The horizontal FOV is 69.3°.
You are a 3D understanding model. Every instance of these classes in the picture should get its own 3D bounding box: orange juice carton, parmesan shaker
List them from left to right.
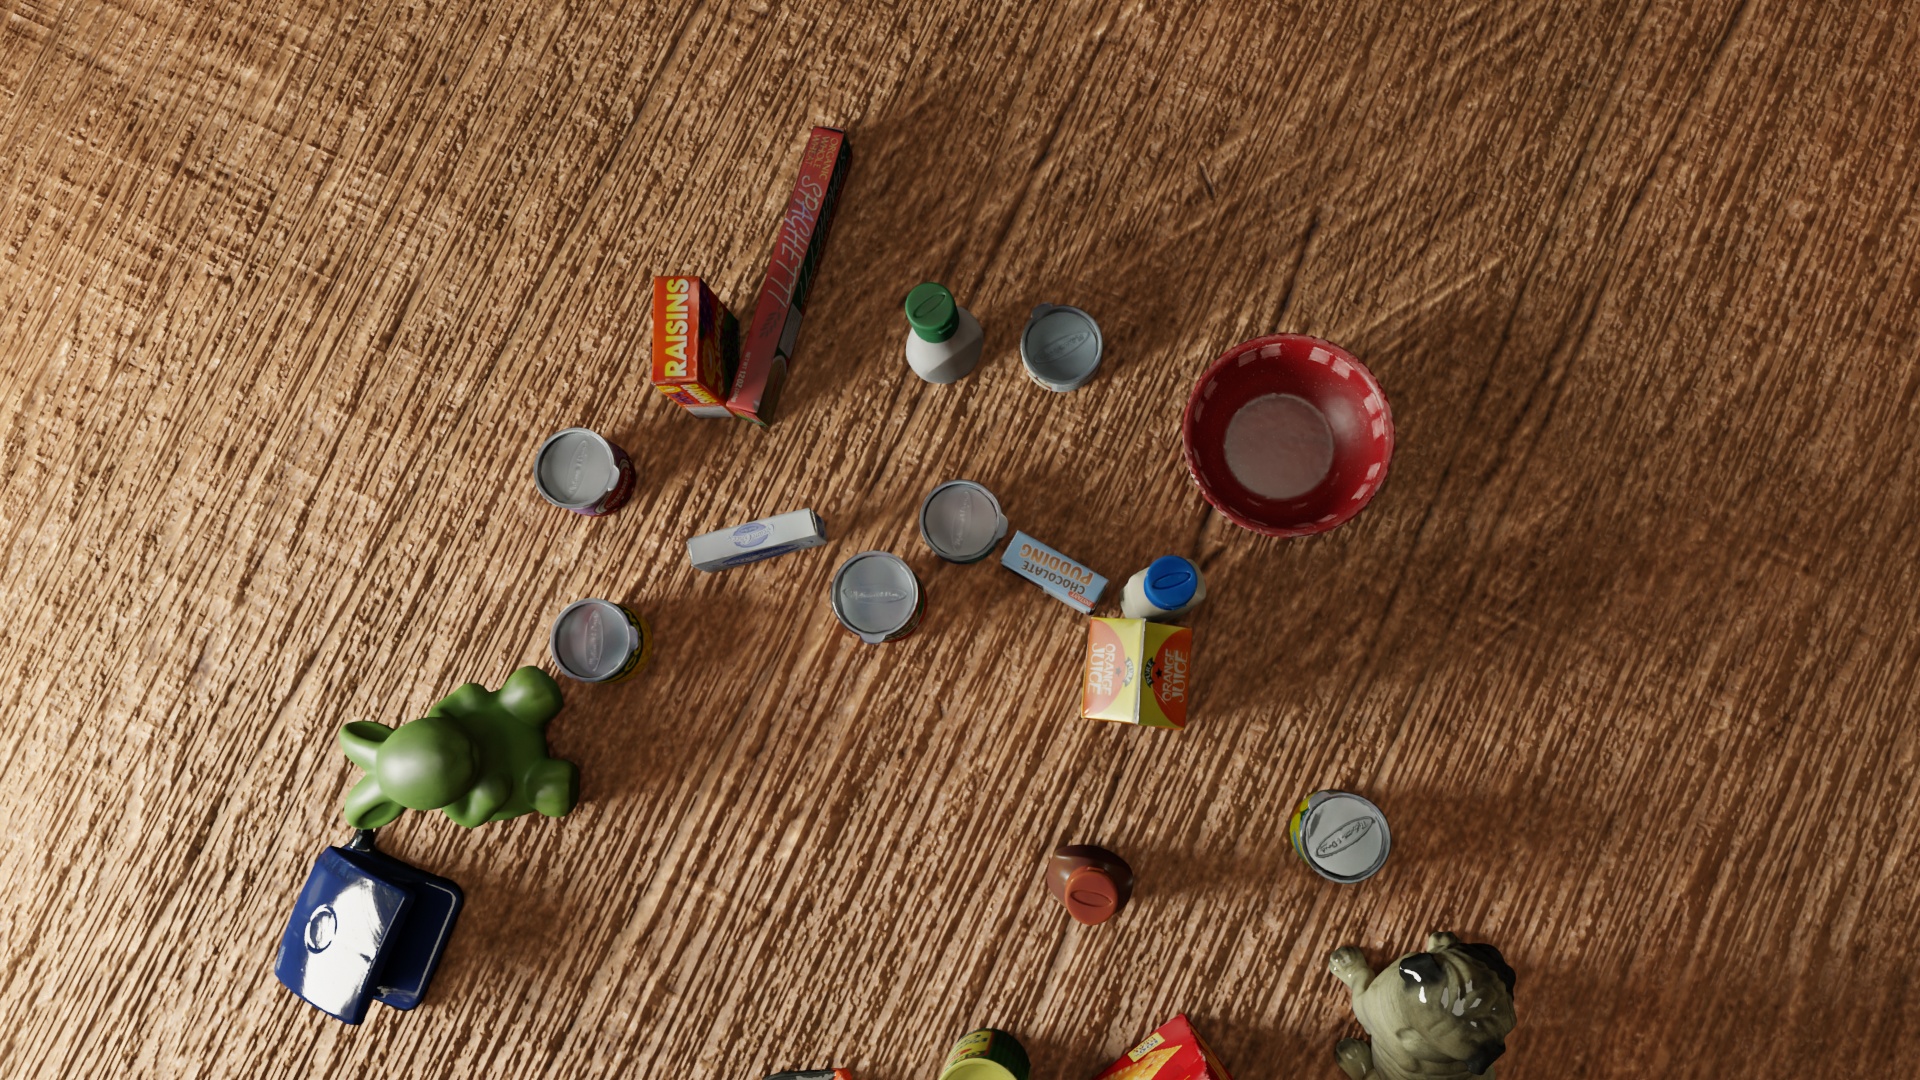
[{"bbox_3d":[0.015,0.404,1.019,0.071,0.103,0.071,-1,83,5],"label":"parmesan shaker"},{"bbox_3d":[0.127,0.098,1.008,0.073,0.192,0.072,6,83,5],"label":"orange juice carton"}]

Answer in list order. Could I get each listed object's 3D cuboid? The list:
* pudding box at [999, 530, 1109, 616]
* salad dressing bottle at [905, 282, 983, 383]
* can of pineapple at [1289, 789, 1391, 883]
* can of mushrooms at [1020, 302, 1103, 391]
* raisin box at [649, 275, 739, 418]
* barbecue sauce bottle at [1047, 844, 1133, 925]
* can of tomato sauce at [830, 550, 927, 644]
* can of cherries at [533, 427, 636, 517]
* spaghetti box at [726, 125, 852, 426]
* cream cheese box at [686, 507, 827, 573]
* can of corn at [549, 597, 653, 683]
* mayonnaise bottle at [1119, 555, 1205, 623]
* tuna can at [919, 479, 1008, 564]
[{"bbox_3d":[0.074,0.026,1.094,0.084,0.049,0.030,29,86,8],"label":"pudding box"},{"bbox_3d":[-0.015,-0.161,1.078,0.064,0.147,0.044,-36,81,0],"label":"salad dressing bottle"},{"bbox_3d":[0.285,0.220,1.047,0.071,0.058,0.071,-1,82,4],"label":"can of pineapple"},{"bbox_3d":[0.081,-0.157,1.127,0.071,0.033,0.071,-1,82,4],"label":"can of mushrooms"},{"bbox_3d":[-0.210,-0.152,1.104,0.040,0.123,0.086,-1,83,5],"label":"raisin box"},{"bbox_3d":[0.095,0.250,1.011,0.065,0.148,0.043,11,84,6],"label":"barbecue sauce bottle"},{"bbox_3d":[-0.061,0.047,1.085,0.071,0.083,0.071,-1,82,5],"label":"can of tomato sauce"},{"bbox_3d":[-0.302,-0.053,1.130,0.071,0.058,0.071,-1,82,4],"label":"can of cherries"},{"bbox_3d":[-0.138,-0.218,1.145,0.029,0.050,0.250,15,84,6],"label":"spaghetti box"},{"bbox_3d":[-0.162,0.000,1.114,0.104,0.053,0.024,-14,82,2],"label":"cream cheese box"},{"bbox_3d":[-0.283,0.081,1.110,0.071,0.058,0.071,-1,82,4],"label":"can of corn"},{"bbox_3d":[0.153,0.036,1.037,0.065,0.148,0.041,-17,82,2],"label":"mayonnaise bottle"},{"bbox_3d":[0.004,-0.014,1.114,0.071,0.033,0.071,-1,82,4],"label":"tuna can"}]
